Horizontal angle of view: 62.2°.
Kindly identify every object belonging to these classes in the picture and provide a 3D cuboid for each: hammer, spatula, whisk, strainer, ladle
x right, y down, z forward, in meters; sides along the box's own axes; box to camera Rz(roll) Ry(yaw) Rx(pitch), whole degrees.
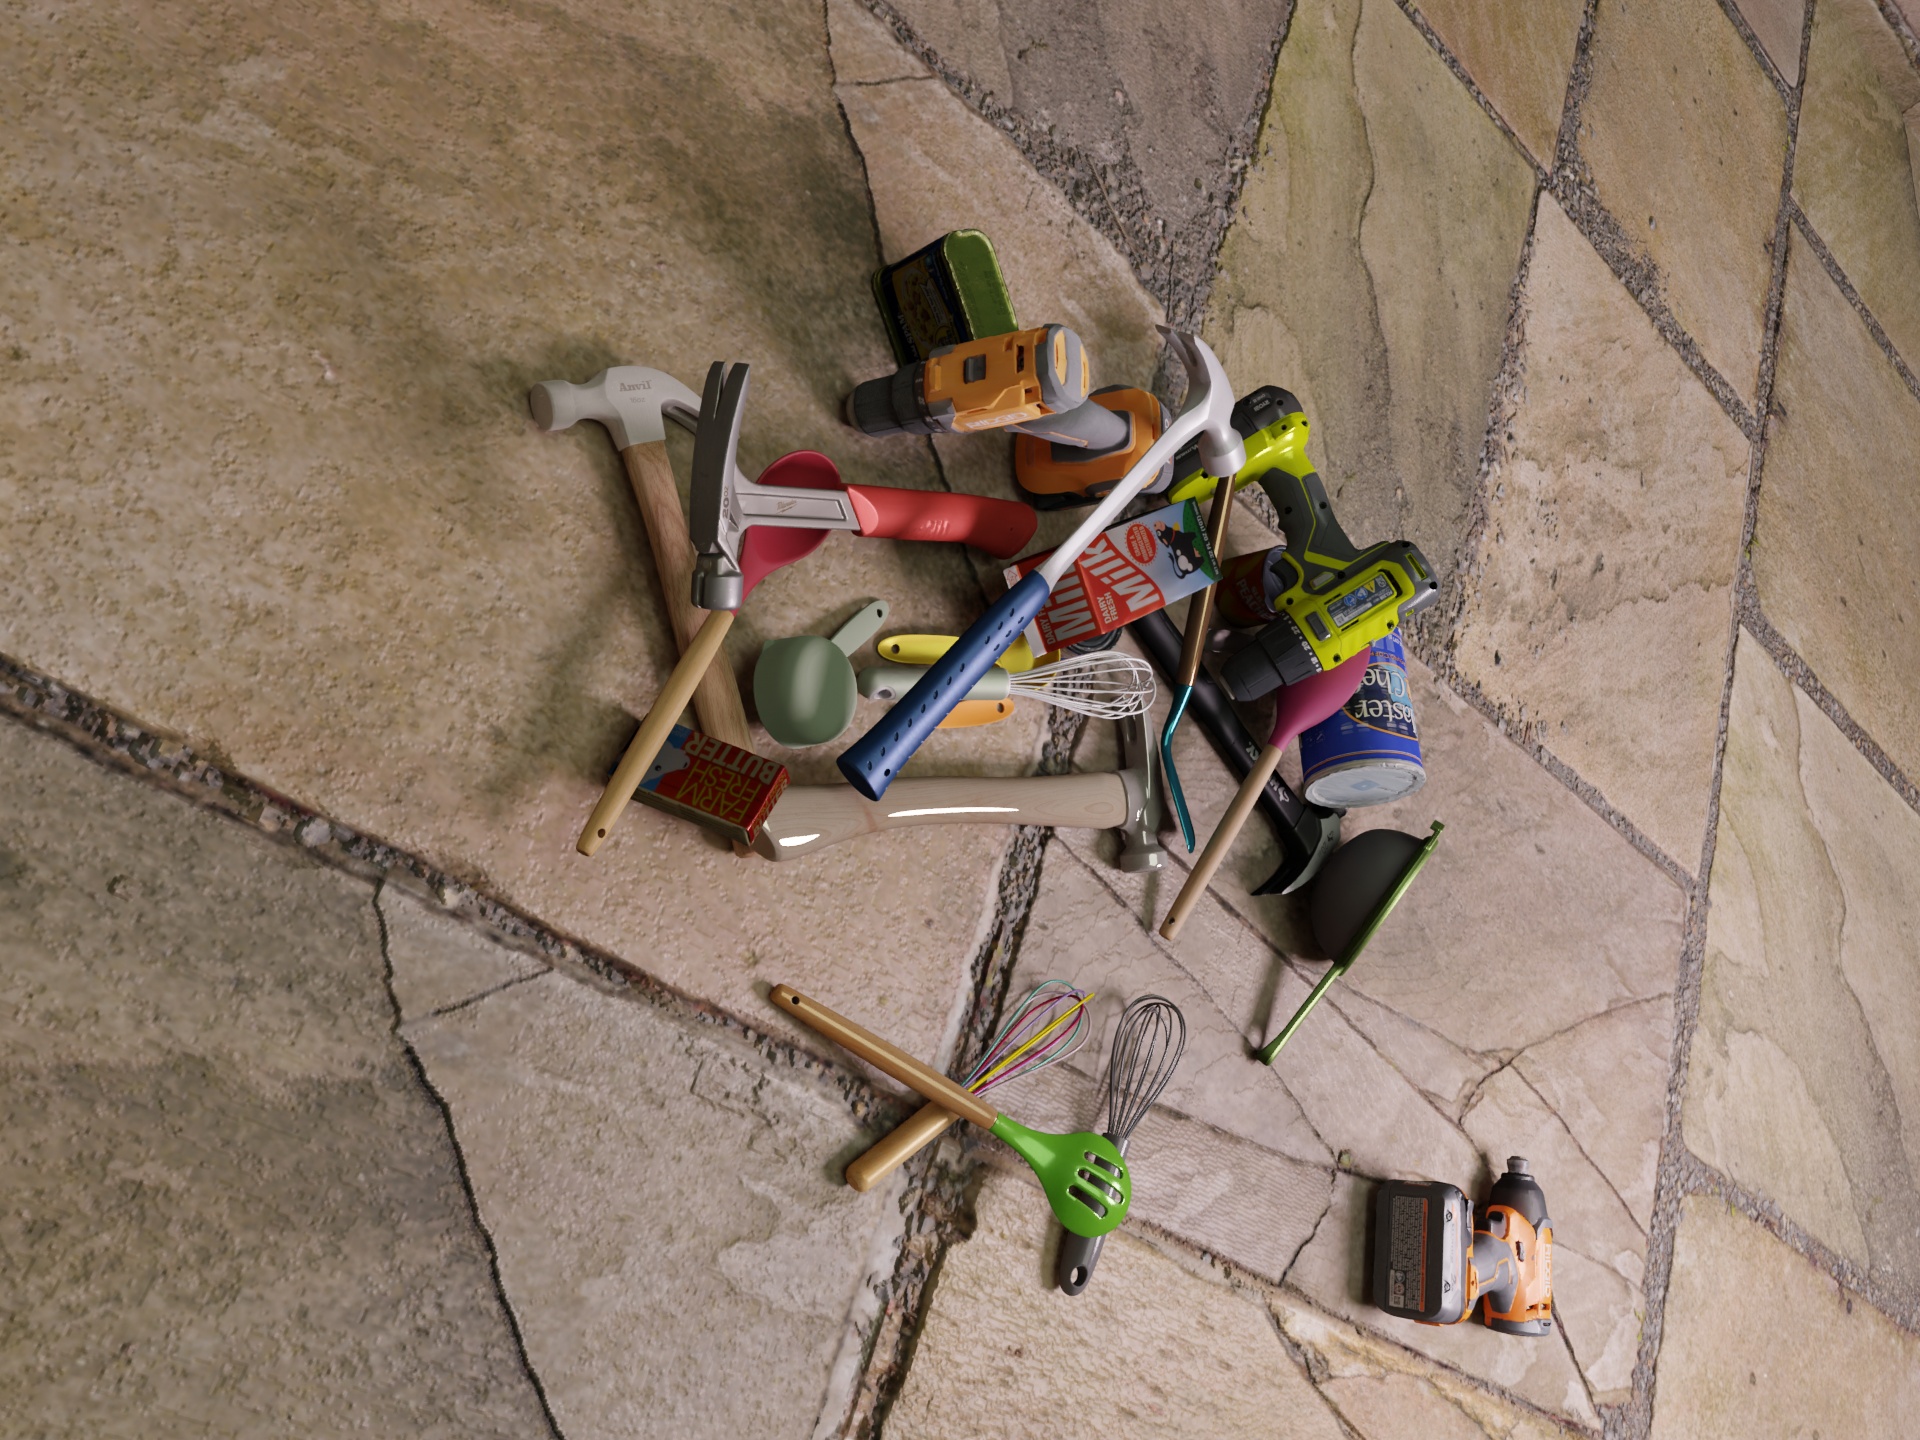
[{"bbox_3d":[-0.053,-0.153,1.099,0.359,0.037,0.149,-7,107,-56],"label":"hammer"},{"bbox_3d":[0.199,-0.052,1.295,0.082,0.044,0.317,-7,108,-78],"label":"spatula"},{"bbox_3d":[0.060,-0.107,1.101,0.405,0.035,0.143,-48,141,-18],"label":"hammer"},{"bbox_3d":[0.122,0.325,1.227,0.055,0.055,0.239,33,67,-31],"label":"whisk"},{"bbox_3d":[-0.176,-0.071,1.053,0.130,0.031,0.331,-20,96,-40],"label":"hammer"},{"bbox_3d":[0.321,0.187,1.402,0.069,0.151,0.256,37,73,15],"label":"strainer"},{"bbox_3d":[0.224,0.005,1.371,0.334,0.035,0.146,51,54,-21],"label":"hammer"},{"bbox_3d":[0.008,0.049,1.163,0.410,0.038,0.146,1,81,-44],"label":"hammer"},{"bbox_3d":[-0.163,-0.048,1.022,0.069,0.031,0.315,47,58,-38],"label":"ladle"},{"bbox_3d":[0.038,-0.028,1.188,0.246,0.057,0.059,0,58,-24],"label":"whisk"},{"bbox_3d":[0.013,0.260,1.148,0.245,0.047,0.051,-31,104,-35],"label":"whisk"}]

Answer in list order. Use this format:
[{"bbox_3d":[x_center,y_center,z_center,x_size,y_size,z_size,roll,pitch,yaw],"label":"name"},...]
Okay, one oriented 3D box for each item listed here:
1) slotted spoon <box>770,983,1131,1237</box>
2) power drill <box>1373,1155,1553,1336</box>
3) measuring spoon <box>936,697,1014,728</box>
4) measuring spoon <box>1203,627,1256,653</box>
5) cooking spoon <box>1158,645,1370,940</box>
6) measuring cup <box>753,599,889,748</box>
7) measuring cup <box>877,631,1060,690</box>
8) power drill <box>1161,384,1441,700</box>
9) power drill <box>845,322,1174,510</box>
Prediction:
[{"bbox_3d":[0.000,0.267,1.103,0.313,0.031,0.070,34,64,-15],"label":"slotted spoon"},{"bbox_3d":[0.475,0.480,1.473,0.226,0.084,0.164,21,69,-40],"label":"power drill"},{"bbox_3d":[-0.002,-0.004,1.202,0.117,0.011,0.021,-11,90,-44],"label":"measuring spoon"},{"bbox_3d":[0.247,-0.069,1.419,0.124,0.018,0.034,5,92,-32],"label":"measuring spoon"},{"bbox_3d":[0.250,0.045,1.330,0.319,0.069,0.017,-58,151,-11],"label":"cooking spoon"},{"bbox_3d":[-0.081,-0.044,1.105,0.168,0.038,0.083,-49,123,-46],"label":"measuring cup"},{"bbox_3d":[0.003,-0.051,1.209,0.156,0.029,0.062,1,86,-28],"label":"measuring cup"},{"bbox_3d":[0.262,-0.144,1.334,0.229,0.190,0.080,60,7,12],"label":"power drill"},{"bbox_3d":[0.041,-0.223,1.194,0.226,0.185,0.084,15,72,-57],"label":"power drill"}]
